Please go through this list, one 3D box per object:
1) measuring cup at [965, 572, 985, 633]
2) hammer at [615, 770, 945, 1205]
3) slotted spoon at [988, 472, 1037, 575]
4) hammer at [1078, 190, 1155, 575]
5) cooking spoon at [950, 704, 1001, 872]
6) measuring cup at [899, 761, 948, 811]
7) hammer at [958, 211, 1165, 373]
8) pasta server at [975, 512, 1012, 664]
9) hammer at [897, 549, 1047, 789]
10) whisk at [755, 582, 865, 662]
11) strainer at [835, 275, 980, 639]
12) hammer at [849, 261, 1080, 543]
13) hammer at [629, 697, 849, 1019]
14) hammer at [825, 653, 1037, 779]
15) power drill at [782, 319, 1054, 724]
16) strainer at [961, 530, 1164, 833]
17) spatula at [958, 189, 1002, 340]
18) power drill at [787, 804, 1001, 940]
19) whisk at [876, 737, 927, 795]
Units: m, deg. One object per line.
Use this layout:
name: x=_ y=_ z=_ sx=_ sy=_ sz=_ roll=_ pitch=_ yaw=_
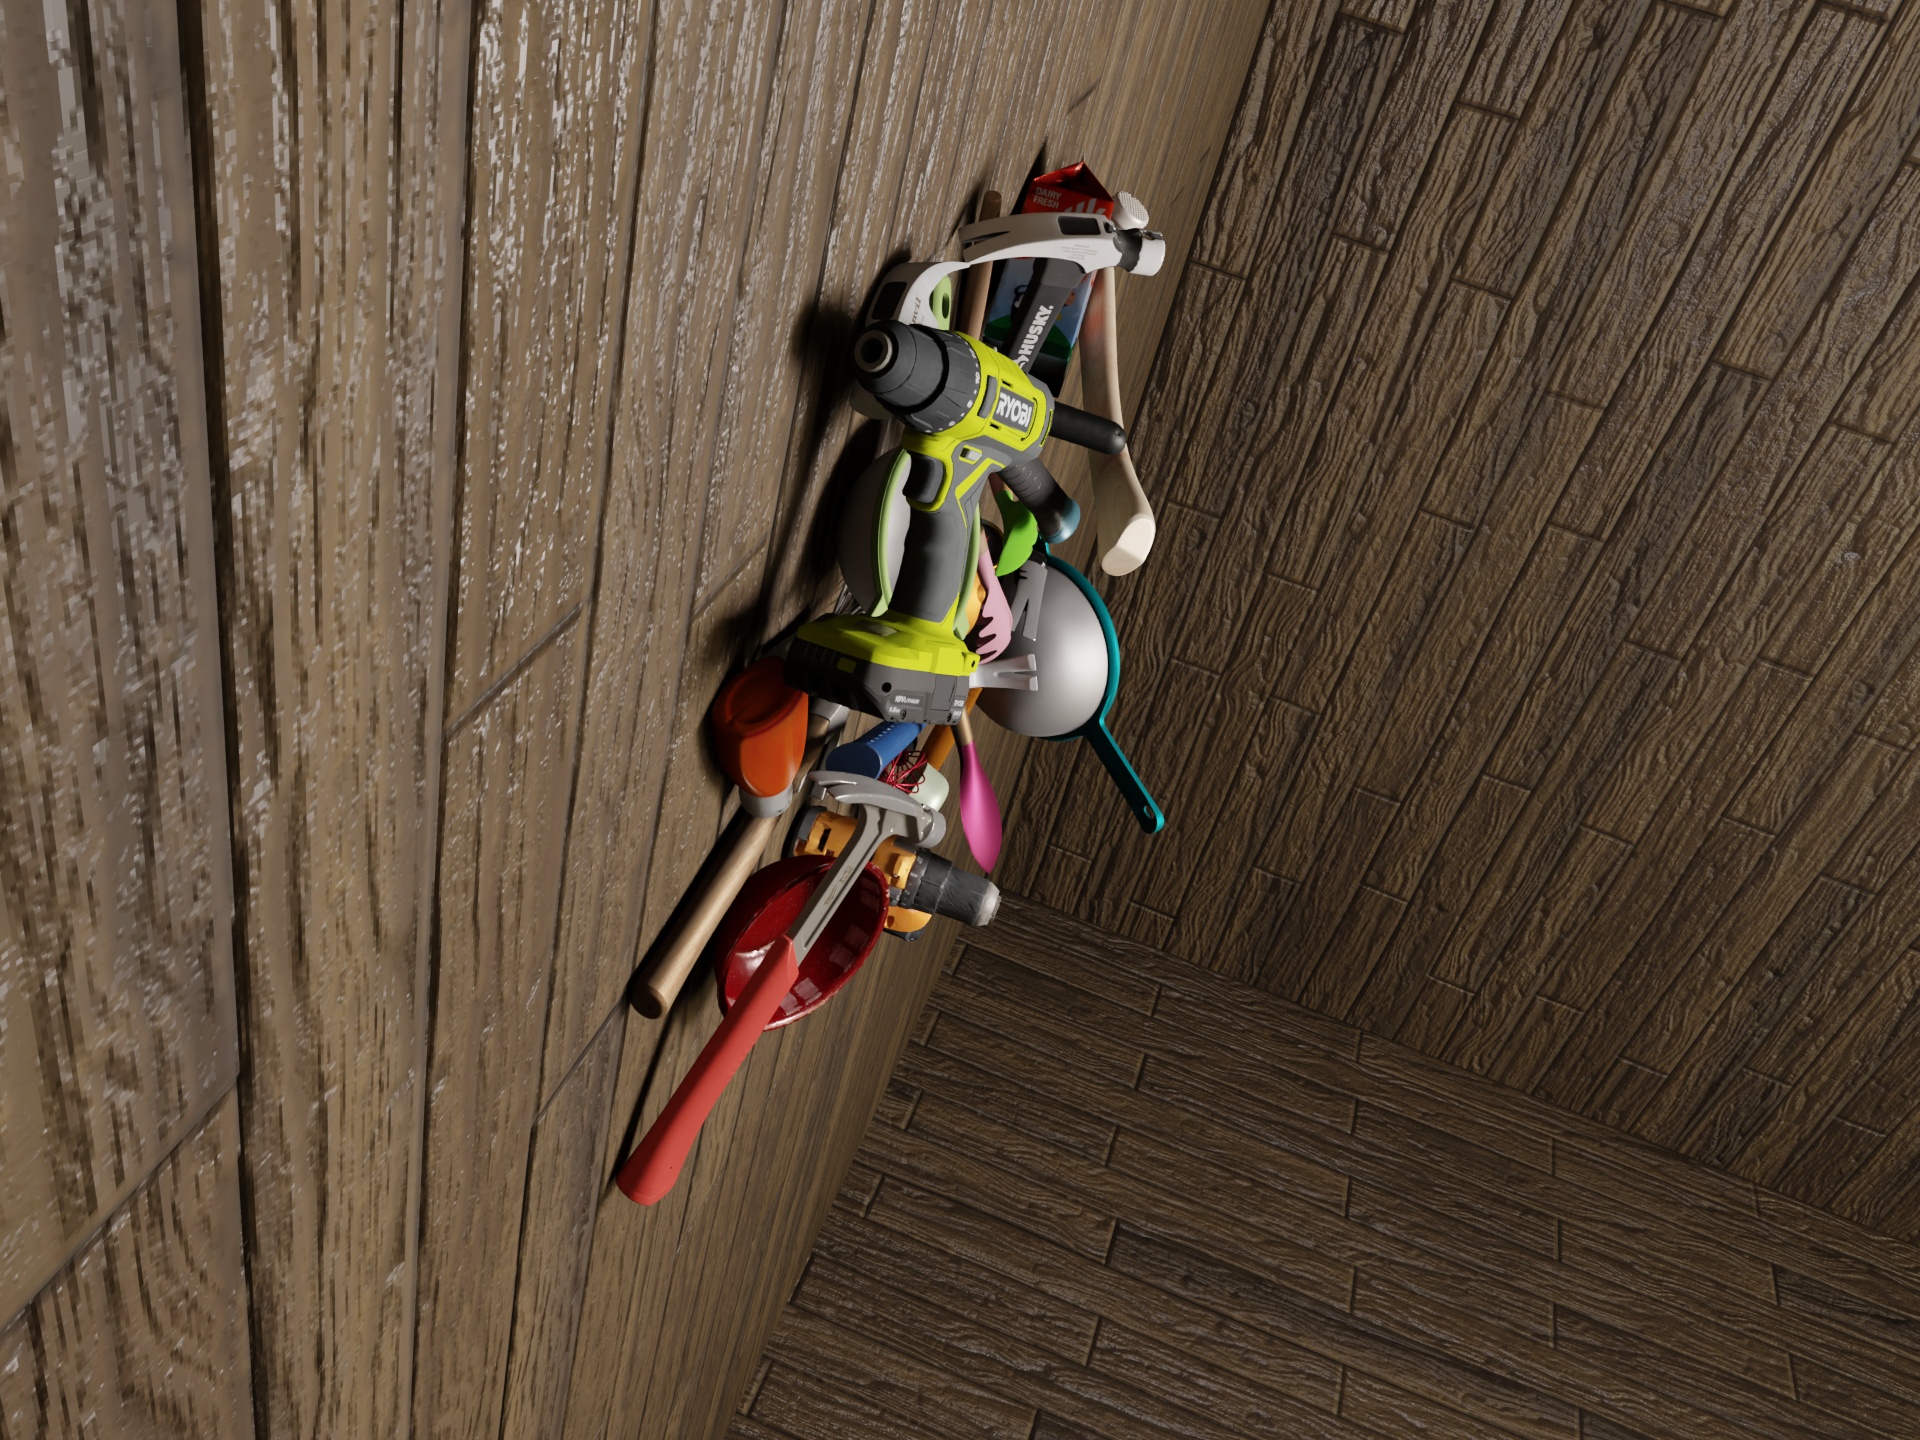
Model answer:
measuring cup: x=-0.036 y=-0.140 z=1.250 sx=0.052 sy=0.095 sz=0.173 roll=-22 pitch=113 yaw=-49
hammer: x=-0.148 y=0.198 z=1.148 sx=0.359 sy=0.037 sz=0.149 roll=-56 pitch=147 yaw=7
slotted spoon: x=0.037 y=-0.205 z=1.385 sx=0.314 sy=0.031 sz=0.070 roll=-98 pitch=-153 yaw=-61
hammer: x=0.110 y=-0.270 z=1.316 sx=0.146 sy=0.038 sz=0.411 roll=-40 pitch=-144 yaw=38
cooking spoon: x=-0.002 y=-0.004 z=1.260 sx=0.069 sy=0.017 sz=0.318 roll=-66 pitch=149 yaw=-47
measuring cup: x=-0.065 y=0.105 z=1.646 sx=0.167 sy=0.038 sz=0.083 roll=-46 pitch=-170 yaw=47
hammer: x=0.028 y=-0.263 z=1.250 sx=0.334 sy=0.146 sz=0.035 roll=121 pitch=-35 yaw=-53
pasta server: x=0.003 y=-0.160 z=1.331 sx=0.315 sy=0.040 sz=0.060 roll=72 pitch=7 yaw=-51
hammer: x=0.004 y=-0.017 z=1.631 sx=0.127 sy=0.034 sz=0.336 roll=-78 pitch=-166 yaw=-50
whisk: x=-0.087 y=-0.065 z=1.123 sx=0.058 sy=0.059 sz=0.246 roll=-42 pitch=-179 yaw=25
strainer: x=-0.044 y=-0.179 z=1.103 sx=0.151 sy=0.069 sz=0.256 roll=-3 pitch=96 yaw=-64
hammer: x=0.018 y=-0.203 z=1.106 sx=0.330 sy=0.033 sz=0.128 roll=38 pitch=62 yaw=-61
hammer: x=-0.147 y=0.080 z=1.135 sx=0.130 sy=0.031 sz=0.331 roll=104 pitch=10 yaw=-45
hammer: x=-0.032 y=-0.007 z=1.339 sx=0.405 sy=0.144 sz=0.035 roll=-45 pitch=129 yaw=-74
power drill: x=-0.028 y=-0.118 z=0.944 sx=0.190 sy=0.080 sz=0.228 roll=3 pitch=104 yaw=-64
strainer: x=0.093 y=-0.016 z=1.678 sx=0.095 sy=0.340 sz=0.211 roll=-19 pitch=161 yaw=-42
spatula: x=0.005 y=-0.295 z=1.274 sx=0.315 sy=0.018 sz=0.060 roll=103 pitch=14 yaw=-58
power drill: x=-0.057 y=0.146 z=1.438 sx=0.226 sy=0.185 sz=0.084 roll=97 pitch=14 yaw=-77
whisk: x=-0.065 y=0.038 z=1.605 sx=0.296 sy=0.073 sz=0.073 roll=-73 pitch=-177 yaw=-83
